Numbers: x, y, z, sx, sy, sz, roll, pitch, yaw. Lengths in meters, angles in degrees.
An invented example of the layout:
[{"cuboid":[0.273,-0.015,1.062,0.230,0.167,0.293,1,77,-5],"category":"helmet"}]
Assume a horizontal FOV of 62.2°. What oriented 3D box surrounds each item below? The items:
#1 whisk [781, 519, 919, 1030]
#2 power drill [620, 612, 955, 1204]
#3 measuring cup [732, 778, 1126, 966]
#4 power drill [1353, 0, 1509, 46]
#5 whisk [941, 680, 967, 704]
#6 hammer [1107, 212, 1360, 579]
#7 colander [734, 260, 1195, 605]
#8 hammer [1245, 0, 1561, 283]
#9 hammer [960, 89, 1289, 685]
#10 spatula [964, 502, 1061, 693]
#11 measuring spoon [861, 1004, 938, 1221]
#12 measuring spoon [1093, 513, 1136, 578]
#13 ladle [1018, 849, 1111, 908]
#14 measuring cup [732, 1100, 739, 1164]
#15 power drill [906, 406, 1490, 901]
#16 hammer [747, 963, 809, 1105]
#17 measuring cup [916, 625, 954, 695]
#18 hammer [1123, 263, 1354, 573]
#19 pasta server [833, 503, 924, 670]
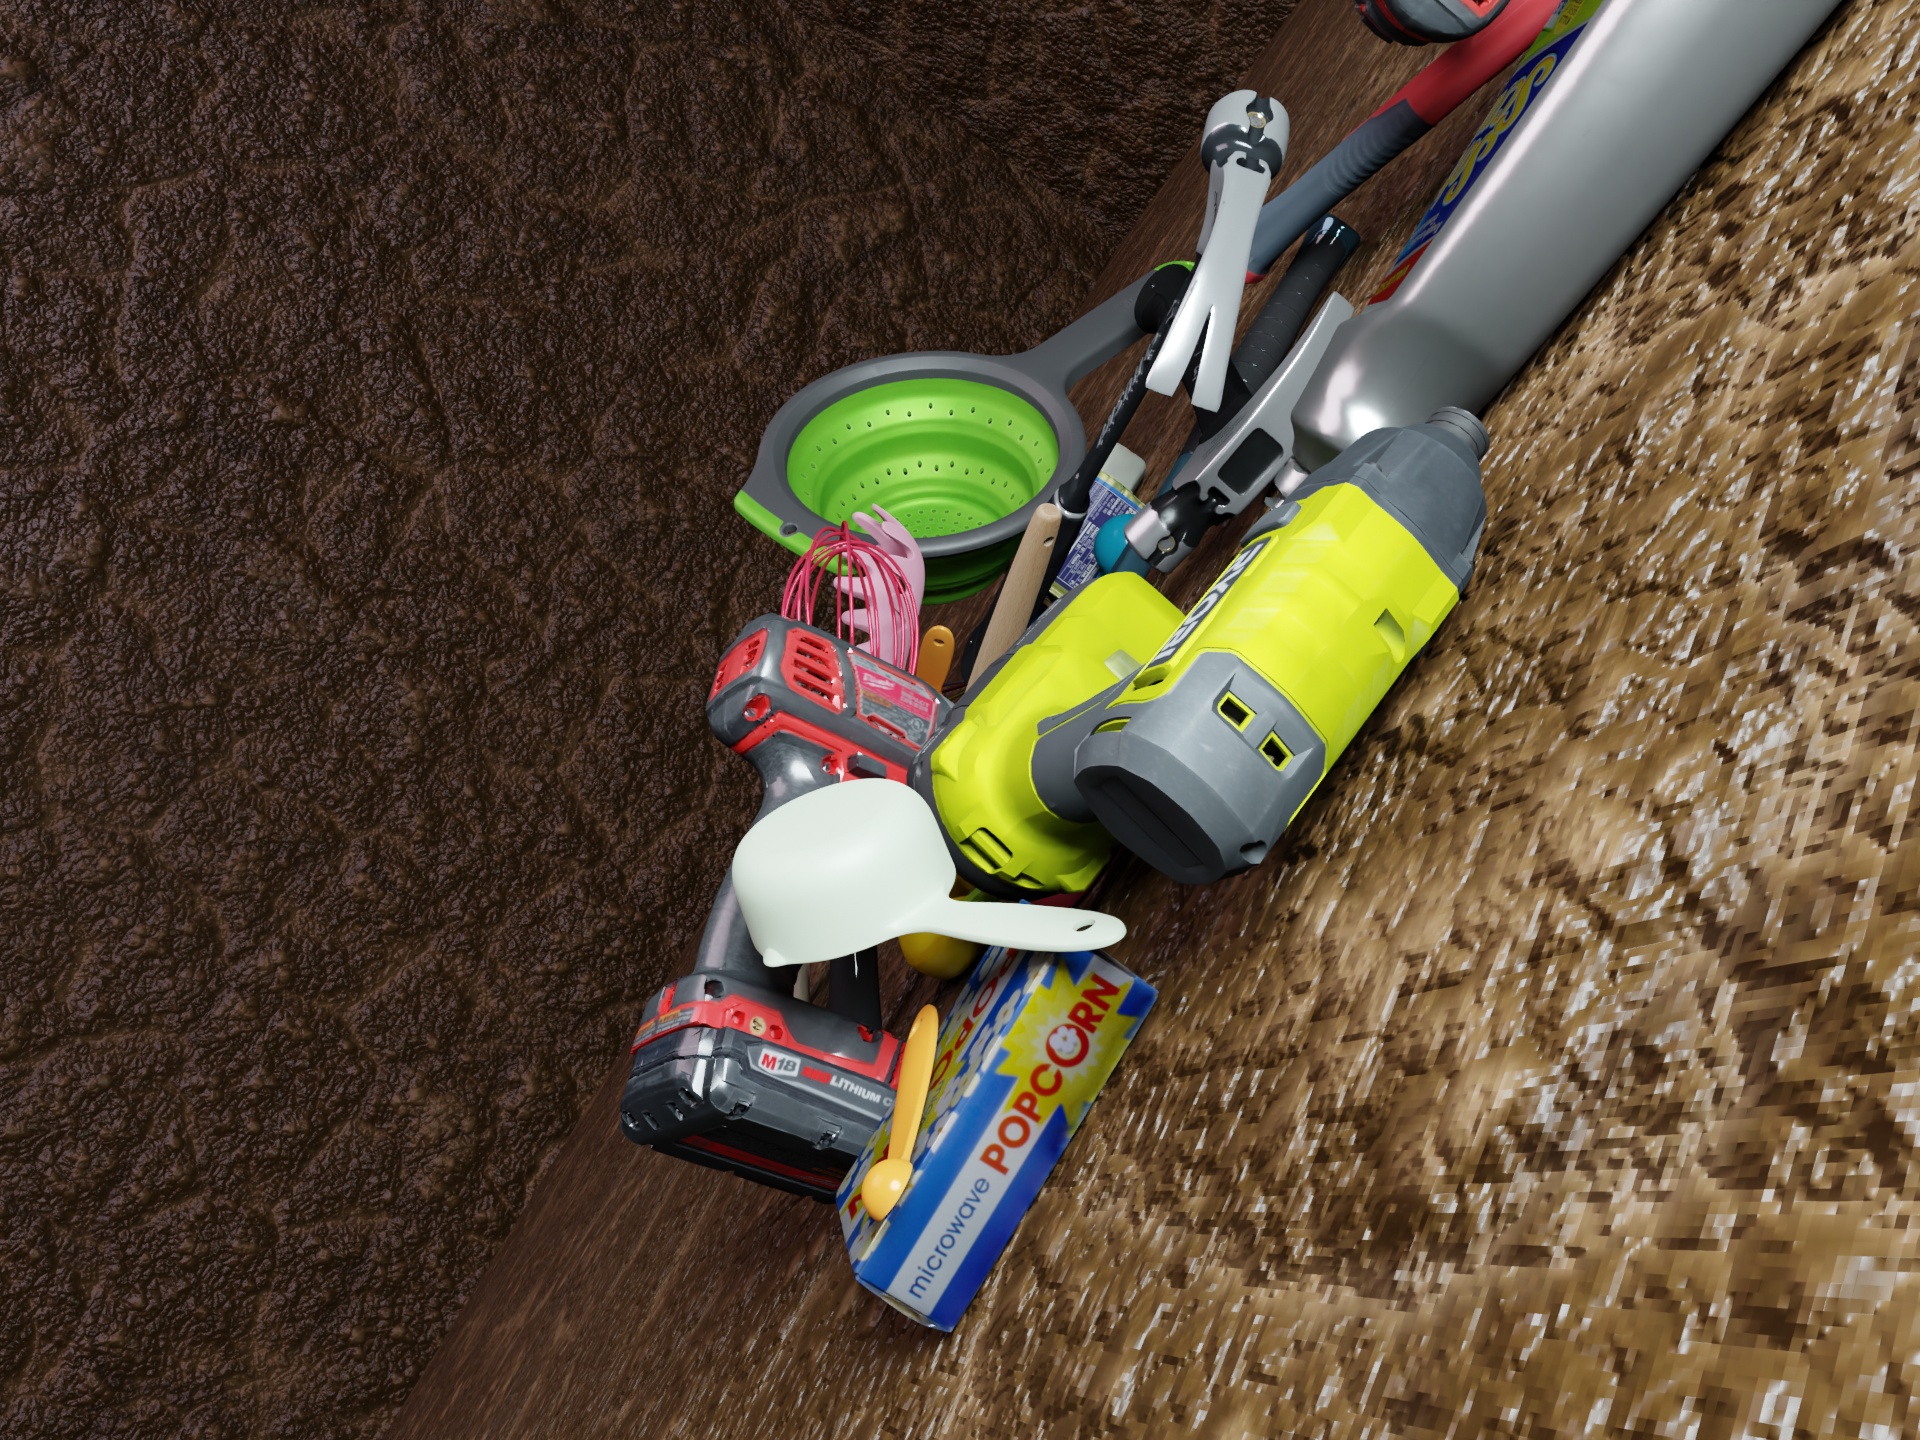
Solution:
[{"cuboid":[-0.054,0.044,0.786,0.073,0.073,0.296,144,126,-71],"category":"whisk"},{"cuboid":[-0.048,0.074,0.649,0.078,0.143,0.220,-31,41,47],"category":"power drill"},{"cuboid":[-0.013,0.049,0.524,0.083,0.038,0.168,-34,22,-36],"category":"measuring cup"},{"cuboid":[0.255,-0.399,0.693,0.226,0.080,0.188,-51,11,22],"category":"power drill"},{"cuboid":[0.013,-0.021,1.132,0.051,0.047,0.245,-59,11,-29],"category":"whisk"},{"cuboid":[0.140,-0.157,0.906,0.331,0.033,0.128,-58,8,-12],"category":"hammer"},{"cuboid":[0.035,-0.186,1.053,0.397,0.205,0.094,-38,-35,-28],"category":"colander"},{"cuboid":[0.243,-0.321,0.776,0.143,0.038,0.386,-58,13,-19],"category":"hammer"},{"cuboid":[0.063,-0.117,0.812,0.408,0.036,0.149,120,167,-61],"category":"hammer"},{"cuboid":[-0.001,-0.003,0.859,0.082,0.044,0.317,-12,-35,-28],"category":"spatula"},{"cuboid":[-0.020,0.123,0.521,0.021,0.011,0.117,-55,7,18],"category":"measuring spoon"},{"cuboid":[0.074,-0.075,0.990,0.128,0.021,0.042,-58,36,26],"category":"measuring spoon"},{"cuboid":[0.032,0.044,0.793,0.069,0.031,0.315,-62,5,1],"category":"ladle"},{"cuboid":[-0.123,0.232,0.985,0.156,0.029,0.062,-47,12,53],"category":"measuring cup"},{"cuboid":[0.076,-0.015,0.539,0.171,0.080,0.223,-49,7,-21],"category":"power drill"},{"cuboid":[-0.101,0.149,0.947,0.411,0.038,0.146,-158,80,-84],"category":"hammer"},{"cuboid":[-0.029,0.004,1.025,0.173,0.095,0.052,106,-178,-59],"category":"measuring cup"},{"cuboid":[0.136,-0.201,0.872,0.146,0.035,0.335,-46,19,21],"category":"hammer"},{"cuboid":[-0.054,0.041,0.850,0.060,0.040,0.316,-13,68,57],"category":"pasta server"}]
